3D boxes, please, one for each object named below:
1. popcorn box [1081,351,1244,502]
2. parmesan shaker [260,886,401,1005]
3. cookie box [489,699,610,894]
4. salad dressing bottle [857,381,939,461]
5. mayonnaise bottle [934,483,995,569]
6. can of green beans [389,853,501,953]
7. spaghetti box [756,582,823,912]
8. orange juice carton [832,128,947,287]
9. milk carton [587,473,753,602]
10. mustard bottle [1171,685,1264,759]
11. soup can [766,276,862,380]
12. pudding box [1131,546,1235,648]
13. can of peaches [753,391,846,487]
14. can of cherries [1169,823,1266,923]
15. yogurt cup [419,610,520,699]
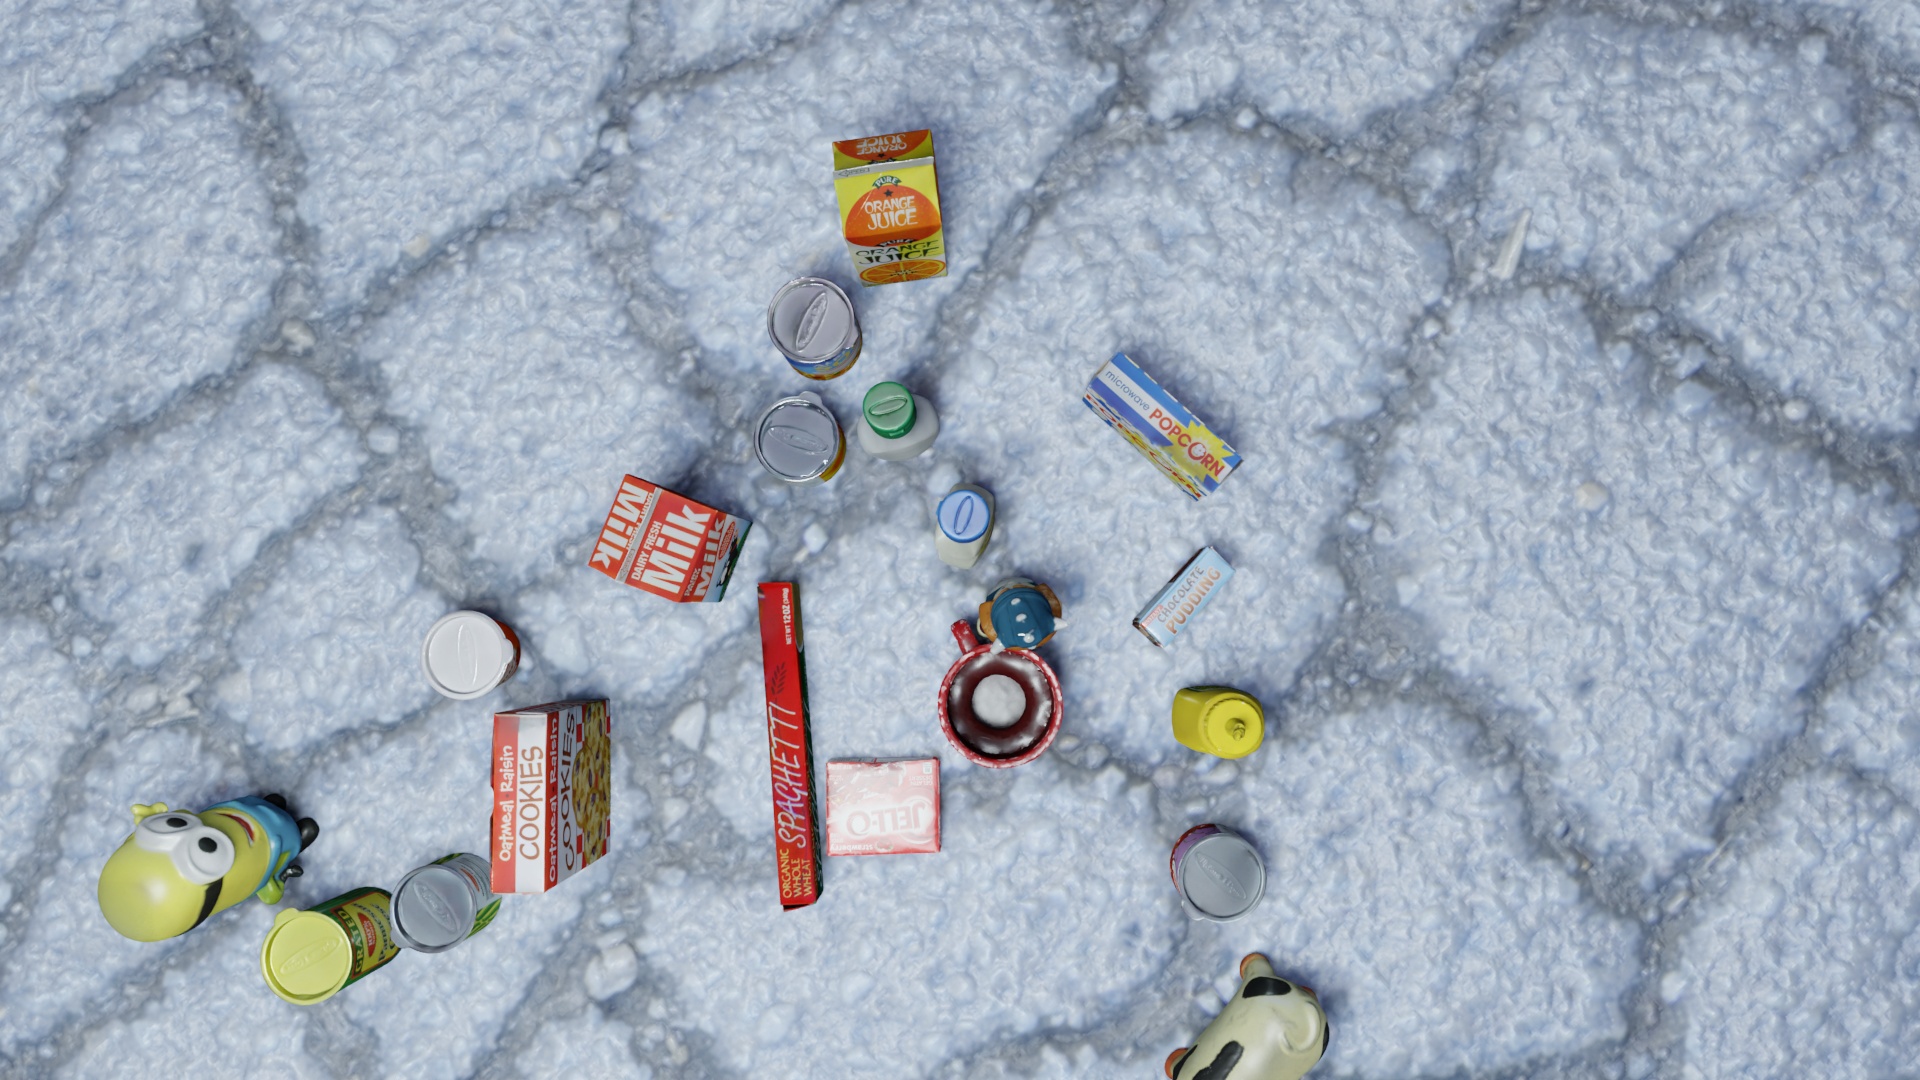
[{"bbox_3d":[0.153,-0.087,1.073,0.127,0.085,0.038,42,88,3],"label":"popcorn box"},{"bbox_3d":[-0.469,0.300,1.046,0.071,0.103,0.071,0,87,1],"label":"parmesan shaker"},{"bbox_3d":[-0.298,0.182,1.020,0.040,0.167,0.123,-1,87,1],"label":"cookie box"},{"bbox_3d":[-0.049,-0.090,1.045,0.064,0.147,0.044,-17,87,0],"label":"salad dressing bottle"},{"bbox_3d":[0.004,-0.013,1.039,0.041,0.148,0.065,18,87,2],"label":"mayonnaise bottle"},{"bbox_3d":[-0.395,0.278,1.069,0.071,0.058,0.071,0,86,1],"label":"can of green beans"},{"bbox_3d":[-0.132,0.157,1.078,0.029,0.050,0.250,-5,86,1],"label":"spaghetti box"},{"bbox_3d":[-0.051,-0.249,1.033,0.072,0.192,0.073,-7,87,1],"label":"orange juice carton"},{"bbox_3d":[-0.214,0.001,1.019,0.073,0.190,0.072,22,87,2],"label":"milk carton"},{"bbox_3d":[0.194,0.133,1.020,0.065,0.160,0.049,2,87,1],"label":"mustard bottle"},{"bbox_3d":[-0.109,-0.162,1.082,0.071,0.083,0.071,0,87,1],"label":"soup can"},{"bbox_3d":[0.173,0.044,1.082,0.030,0.049,0.084,43,88,3],"label":"pudding box"},{"bbox_3d":[-0.124,-0.078,1.090,0.071,0.058,0.071,0,86,1],"label":"can of peaches"},{"bbox_3d":[0.193,0.255,1.063,0.071,0.058,0.071,0,86,1],"label":"can of cherries"},{"bbox_3d":[-0.378,0.089,1.084,0.072,0.054,0.072,0,86,1],"label":"yogurt cup"}]
